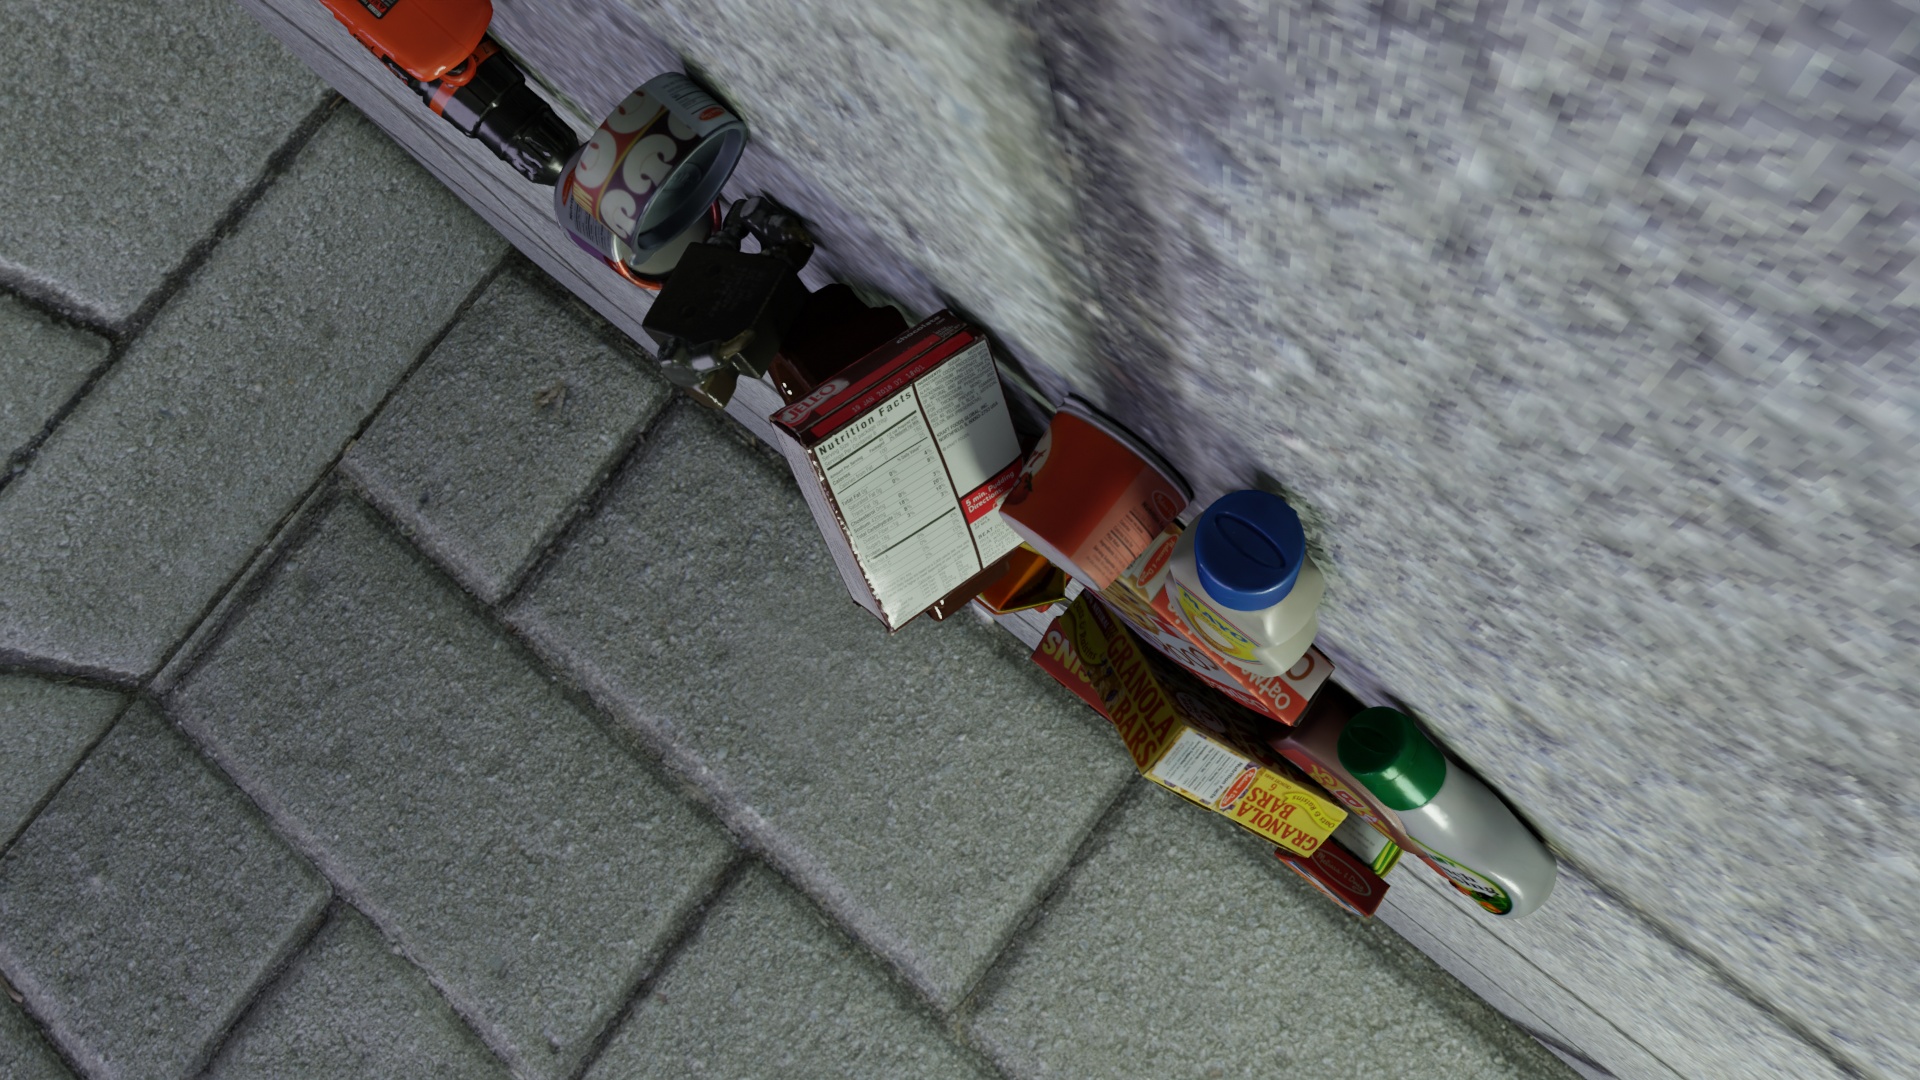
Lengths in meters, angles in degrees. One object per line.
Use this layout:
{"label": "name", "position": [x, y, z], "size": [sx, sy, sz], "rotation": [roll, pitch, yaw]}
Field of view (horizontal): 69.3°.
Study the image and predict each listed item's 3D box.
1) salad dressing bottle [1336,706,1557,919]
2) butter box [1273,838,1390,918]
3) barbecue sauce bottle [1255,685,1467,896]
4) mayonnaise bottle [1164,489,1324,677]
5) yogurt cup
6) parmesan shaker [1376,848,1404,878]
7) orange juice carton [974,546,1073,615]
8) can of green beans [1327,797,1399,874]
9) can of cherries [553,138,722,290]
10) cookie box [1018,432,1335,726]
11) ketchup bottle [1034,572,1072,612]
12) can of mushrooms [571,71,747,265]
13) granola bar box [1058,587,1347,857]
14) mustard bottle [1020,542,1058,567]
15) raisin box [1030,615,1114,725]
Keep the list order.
{"label": "salad dressing bottle", "position": [0.235, 0.131, 0.671], "size": [0.147, 0.044, 0.064], "rotation": [41, 174, -30]}
{"label": "butter box", "position": [0.216, 0.193, 0.816], "size": [0.053, 0.024, 0.103], "rotation": [37, 176, 12]}
{"label": "barbecue sauce bottle", "position": [0.229, 0.133, 0.745], "size": [0.148, 0.043, 0.065], "rotation": [39, 179, -8]}
{"label": "mayonnaise bottle", "position": [0.107, 0.016, 0.526], "size": [0.065, 0.041, 0.148], "rotation": [39, 177, 16]}
{"label": "yogurt cup", "position": [0.053, -0.016, 0.572], "size": [0.072, 0.054, 0.072], "rotation": [38, 176, 3]}
{"label": "parmesan shaker", "position": [0.256, 0.192, 0.987], "size": [0.103, 0.071, 0.071], "rotation": [35, 174, 47]}
{"label": "orange juice carton", "position": [0.003, -0.012, 0.929], "size": [0.193, 0.073, 0.072], "rotation": [38, 176, 2]}
{"label": "can of green beans", "position": [0.233, 0.151, 0.808], "size": [0.071, 0.058, 0.071], "rotation": [38, 176, 3]}
{"label": "can of cherries", "position": [-0.165, -0.170, 0.721], "size": [0.058, 0.071, 0.071], "rotation": [34, 174, 35]}
{"label": "cookie box", "position": [0.092, 0.017, 0.695], "size": [0.167, 0.040, 0.123], "rotation": [40, 176, -22]}
{"label": "ketchup bottle", "position": [0.019, -0.005, 1.083], "size": [0.149, 0.043, 0.064], "rotation": [38, 175, 10]}
{"label": "can of mushrooms", "position": [-0.118, -0.144, 0.538], "size": [0.033, 0.071, 0.071], "rotation": [41, 176, -2]}
{"label": "granola bar box", "position": [0.134, 0.099, 0.802], "size": [0.124, 0.039, 0.166], "rotation": [29, -164, -24]}
{"label": "mustard bottle", "position": [-0.002, -0.031, 0.869], "size": [0.160, 0.065, 0.049], "rotation": [32, 175, 2]}
{"label": "raisin box", "position": [0.117, 0.088, 0.953], "size": [0.086, 0.040, 0.123], "rotation": [37, -162, 29]}
